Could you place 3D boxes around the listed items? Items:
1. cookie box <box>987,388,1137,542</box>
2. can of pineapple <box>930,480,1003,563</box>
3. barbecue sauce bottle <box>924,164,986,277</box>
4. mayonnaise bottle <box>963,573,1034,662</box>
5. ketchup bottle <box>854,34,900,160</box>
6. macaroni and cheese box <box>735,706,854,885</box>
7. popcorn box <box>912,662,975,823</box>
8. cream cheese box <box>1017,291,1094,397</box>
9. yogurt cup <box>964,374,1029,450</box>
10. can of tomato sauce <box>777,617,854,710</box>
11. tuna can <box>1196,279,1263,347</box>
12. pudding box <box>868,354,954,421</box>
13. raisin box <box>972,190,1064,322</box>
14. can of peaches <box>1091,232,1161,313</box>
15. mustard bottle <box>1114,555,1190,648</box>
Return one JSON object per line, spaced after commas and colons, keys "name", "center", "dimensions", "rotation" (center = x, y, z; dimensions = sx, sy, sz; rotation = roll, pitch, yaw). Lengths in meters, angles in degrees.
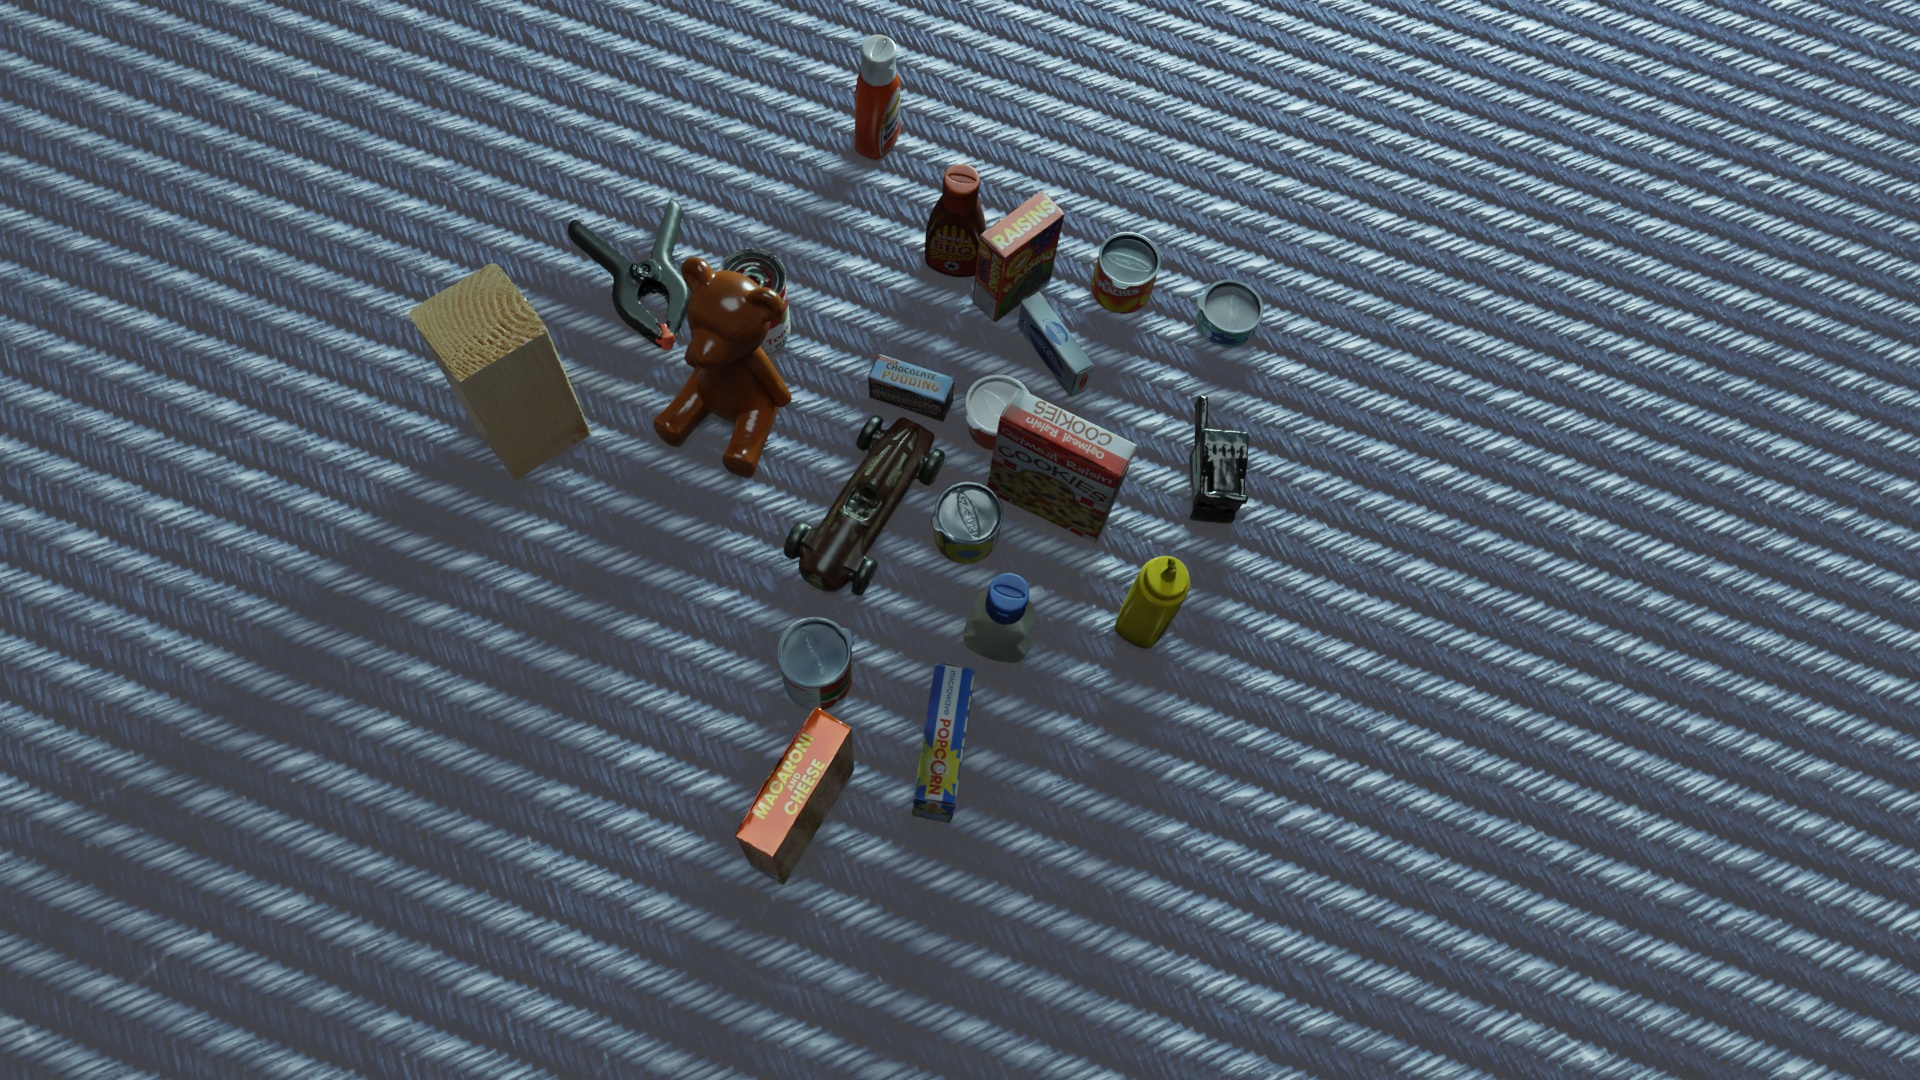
{"name": "cookie box", "center": [0.092, -0.067, 1.320], "dimensions": [0.123, 0.166, 0.040], "rotation": [26, 69, 7]}
{"name": "can of pineapple", "center": [0.005, -0.017, 1.353], "dimensions": [0.071, 0.057, 0.071], "rotation": [1, 68, -3]}
{"name": "barbecue sauce bottle", "center": [-0.003, -0.329, 1.430], "dimensions": [0.065, 0.148, 0.044], "rotation": [12, 68, 1]}
{"name": "mayonnaise bottle", "center": [0.039, 0.071, 1.272], "dimensions": [0.065, 0.147, 0.041], "rotation": [16, 68, 3]}
{"name": "ketchup bottle", "center": [-0.089, -0.475, 1.484], "dimensions": [0.043, 0.148, 0.065], "rotation": [26, 69, 6]}
{"name": "macaroni and cheese box", "center": [-0.139, 0.222, 1.189], "dimensions": [0.040, 0.165, 0.124], "rotation": [29, 69, 8]}
{"name": "popcorn box", "center": [-0.015, 0.183, 1.257], "dimensions": [0.038, 0.085, 0.127], "rotation": [9, 68, 0]}
{"name": "cream cheese box", "center": [0.097, -0.202, 1.437], "dimensions": [0.024, 0.053, 0.104], "rotation": [-30, 73, -14]}
{"name": "yogurt cup", "center": [0.037, -0.126, 1.402], "dimensions": [0.072, 0.053, 0.072], "rotation": [1, 68, -3]}
{"name": "can of tomato sauce", "center": [-0.131, 0.113, 1.278], "dimensions": [0.071, 0.082, 0.071], "rotation": [1, 68, -3]}
{"name": "tuna can", "center": [0.283, -0.241, 1.476], "dimensions": [0.071, 0.032, 0.071], "rotation": [1, 68, -3]}
{"name": "pudding box", "center": [-0.050, -0.155, 1.410], "dimensions": [0.084, 0.049, 0.030], "rotation": [19, 69, 4]}
{"name": "raisin box", "center": [0.058, -0.292, 1.433], "dimensions": [0.086, 0.123, 0.040], "rotation": [-39, 76, -17]}
{"name": "can of peaches", "center": [0.174, -0.281, 1.471], "dimensions": [0.071, 0.058, 0.071], "rotation": [1, 68, -3]}
{"name": "mustard bottle", "center": [0.181, 0.051, 1.283], "dimensions": [0.049, 0.159, 0.065], "rotation": [28, 70, 8]}
